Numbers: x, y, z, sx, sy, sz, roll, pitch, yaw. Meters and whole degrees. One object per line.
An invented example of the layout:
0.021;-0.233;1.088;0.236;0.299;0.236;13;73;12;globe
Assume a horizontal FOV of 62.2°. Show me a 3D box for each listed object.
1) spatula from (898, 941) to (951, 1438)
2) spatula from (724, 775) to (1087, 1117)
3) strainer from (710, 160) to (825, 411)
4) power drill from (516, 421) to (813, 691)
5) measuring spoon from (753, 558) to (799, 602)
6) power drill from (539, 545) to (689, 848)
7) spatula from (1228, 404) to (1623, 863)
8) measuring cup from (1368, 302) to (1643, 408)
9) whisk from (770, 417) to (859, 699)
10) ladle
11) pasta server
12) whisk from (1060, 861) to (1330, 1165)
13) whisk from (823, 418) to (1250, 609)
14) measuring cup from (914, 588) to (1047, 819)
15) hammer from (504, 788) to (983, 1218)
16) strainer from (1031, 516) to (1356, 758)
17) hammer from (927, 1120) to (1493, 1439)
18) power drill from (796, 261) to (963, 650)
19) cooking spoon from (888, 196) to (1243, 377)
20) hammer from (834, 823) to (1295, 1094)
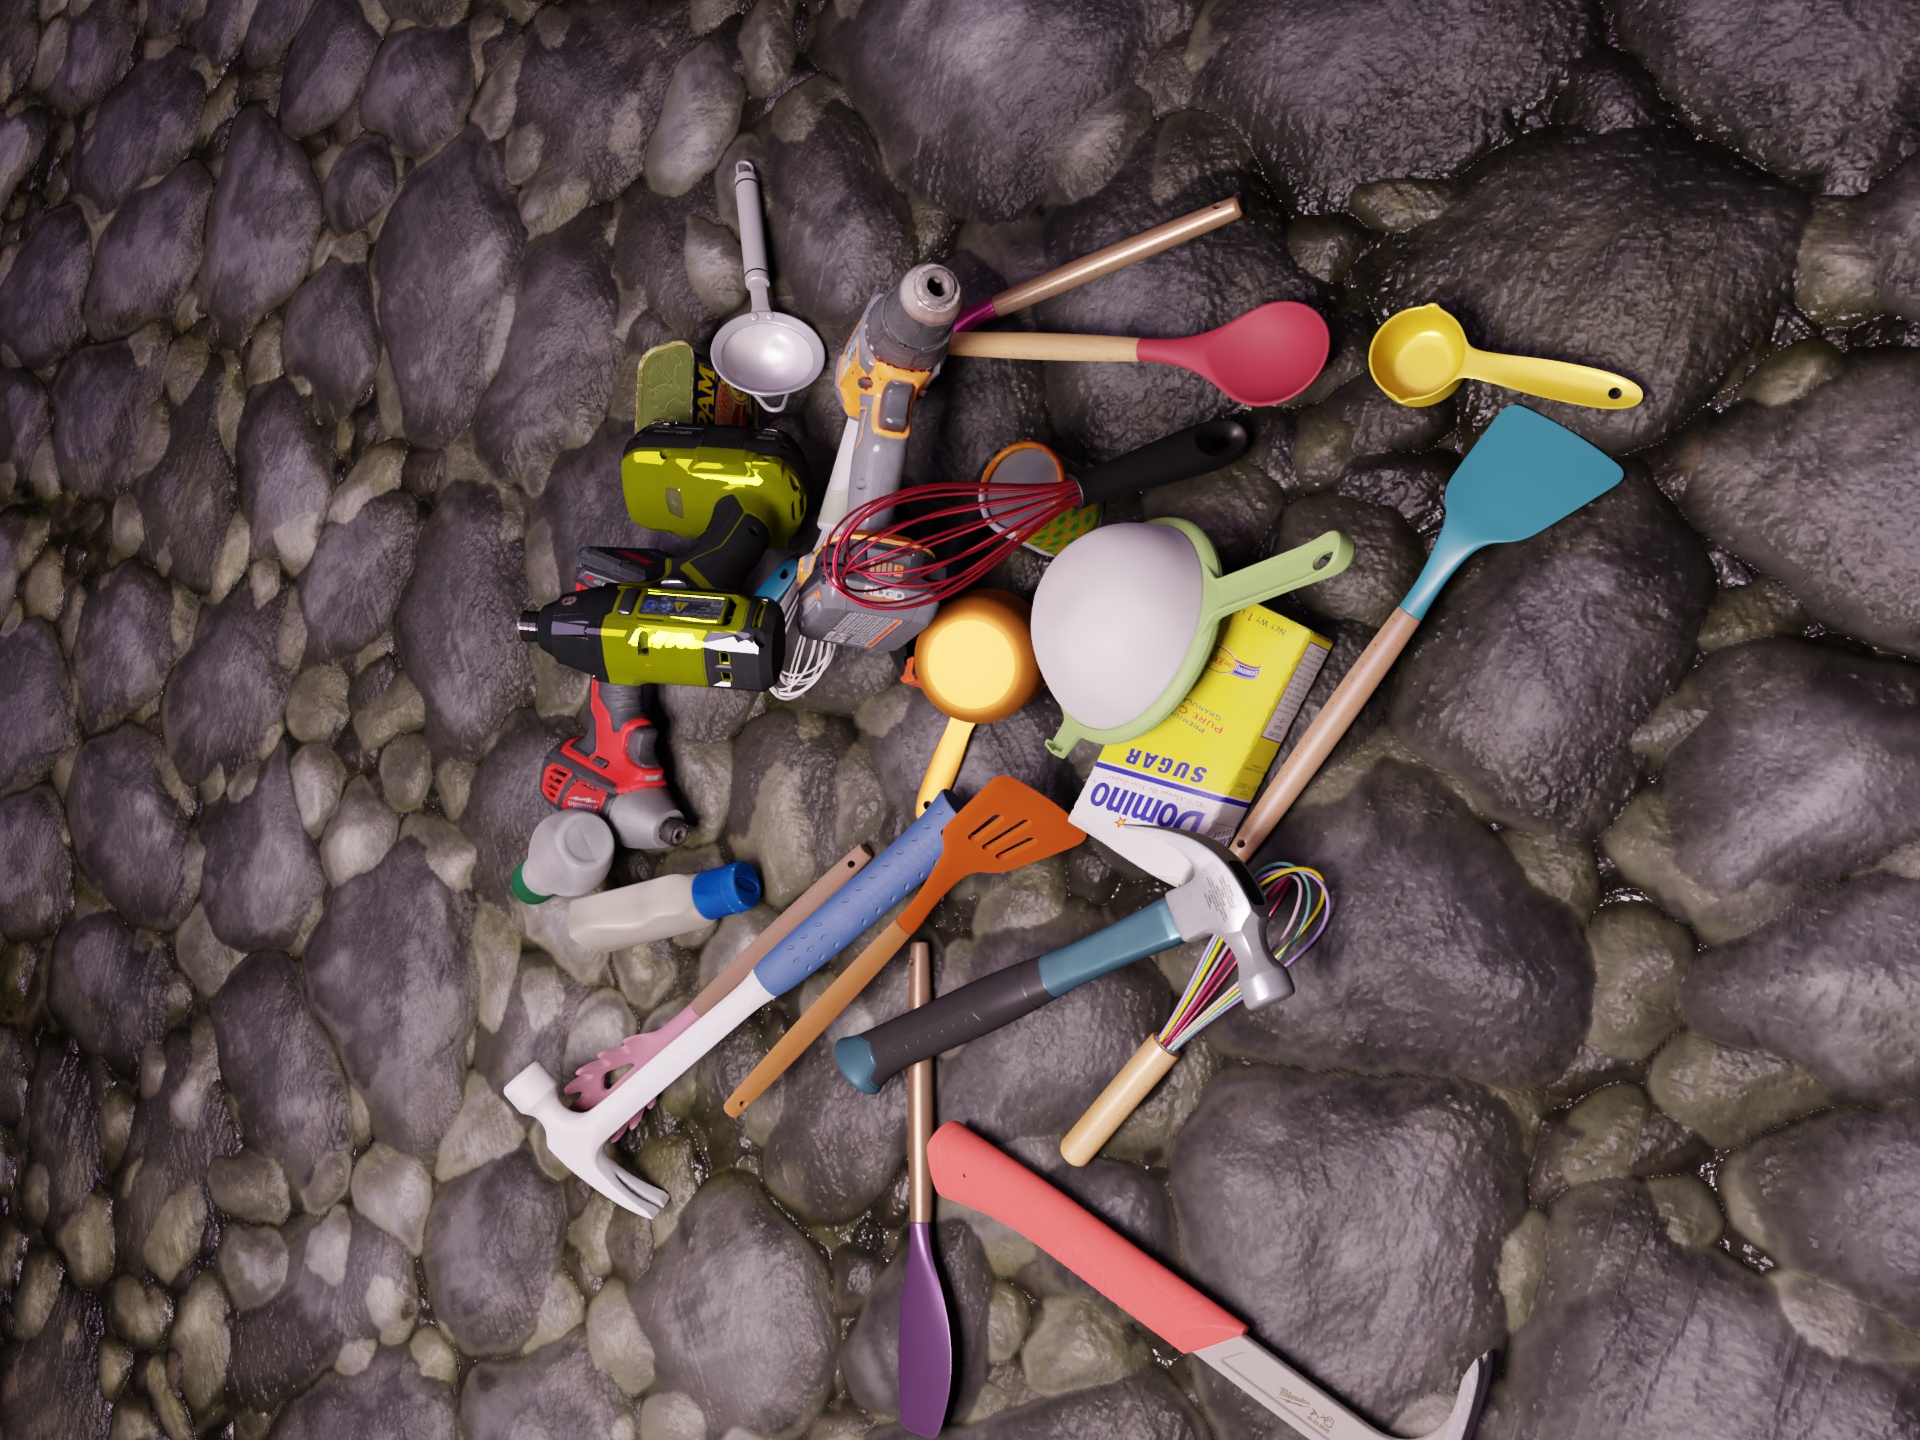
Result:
-0.025;0.306;1.056;0.060;0.018;0.316;-16;71;52;spatula
-0.052;0.159;1.063;0.322;0.081;0.041;-48;27;12;spatula
-0.157;-0.337;1.246;0.087;0.050;0.259;-4;67;-10;strainer
-0.193;-0.112;1.089;0.171;0.080;0.223;5;43;4;power drill
-0.170;-0.079;1.217;0.128;0.021;0.042;-45;61;20;measuring spoon
-0.245;-0.013;1.208;0.143;0.078;0.219;24;108;35;power drill
0.256;-0.039;0.940;0.082;0.044;0.317;43;110;31;spatula
0.318;-0.201;0.930;0.157;0.029;0.062;19;91;25;measuring cup
-0.097;-0.133;1.167;0.058;0.059;0.246;11;83;36;whisk
0.095;-0.247;1.060;0.315;0.031;0.069;10;84;29;ladle
-0.177;0.198;1.164;0.060;0.040;0.316;46;107;-1;pasta server
0.135;0.179;0.965;0.051;0.047;0.245;46;110;29;whisk
0.052;-0.133;0.972;0.296;0.073;0.073;-21;63;-19;whisk
-0.002;-0.003;1.067;0.095;0.052;0.173;24;104;9;measuring cup
-0.141;0.195;1.123;0.405;0.035;0.144;-41;91;14;hammer
0.117;-0.075;0.942;0.256;0.069;0.152;-19;56;54;strainer
0.125;0.338;0.946;0.359;0.036;0.149;29;97;33;hammer
-0.046;-0.172;1.033;0.185;0.084;0.226;153;125;-72;power drill
0.047;-0.300;1.115;0.319;0.017;0.069;-15;52;27;cooking spoon
0.045;0.165;0.990;0.331;0.033;0.128;-30;68;32;hammer
